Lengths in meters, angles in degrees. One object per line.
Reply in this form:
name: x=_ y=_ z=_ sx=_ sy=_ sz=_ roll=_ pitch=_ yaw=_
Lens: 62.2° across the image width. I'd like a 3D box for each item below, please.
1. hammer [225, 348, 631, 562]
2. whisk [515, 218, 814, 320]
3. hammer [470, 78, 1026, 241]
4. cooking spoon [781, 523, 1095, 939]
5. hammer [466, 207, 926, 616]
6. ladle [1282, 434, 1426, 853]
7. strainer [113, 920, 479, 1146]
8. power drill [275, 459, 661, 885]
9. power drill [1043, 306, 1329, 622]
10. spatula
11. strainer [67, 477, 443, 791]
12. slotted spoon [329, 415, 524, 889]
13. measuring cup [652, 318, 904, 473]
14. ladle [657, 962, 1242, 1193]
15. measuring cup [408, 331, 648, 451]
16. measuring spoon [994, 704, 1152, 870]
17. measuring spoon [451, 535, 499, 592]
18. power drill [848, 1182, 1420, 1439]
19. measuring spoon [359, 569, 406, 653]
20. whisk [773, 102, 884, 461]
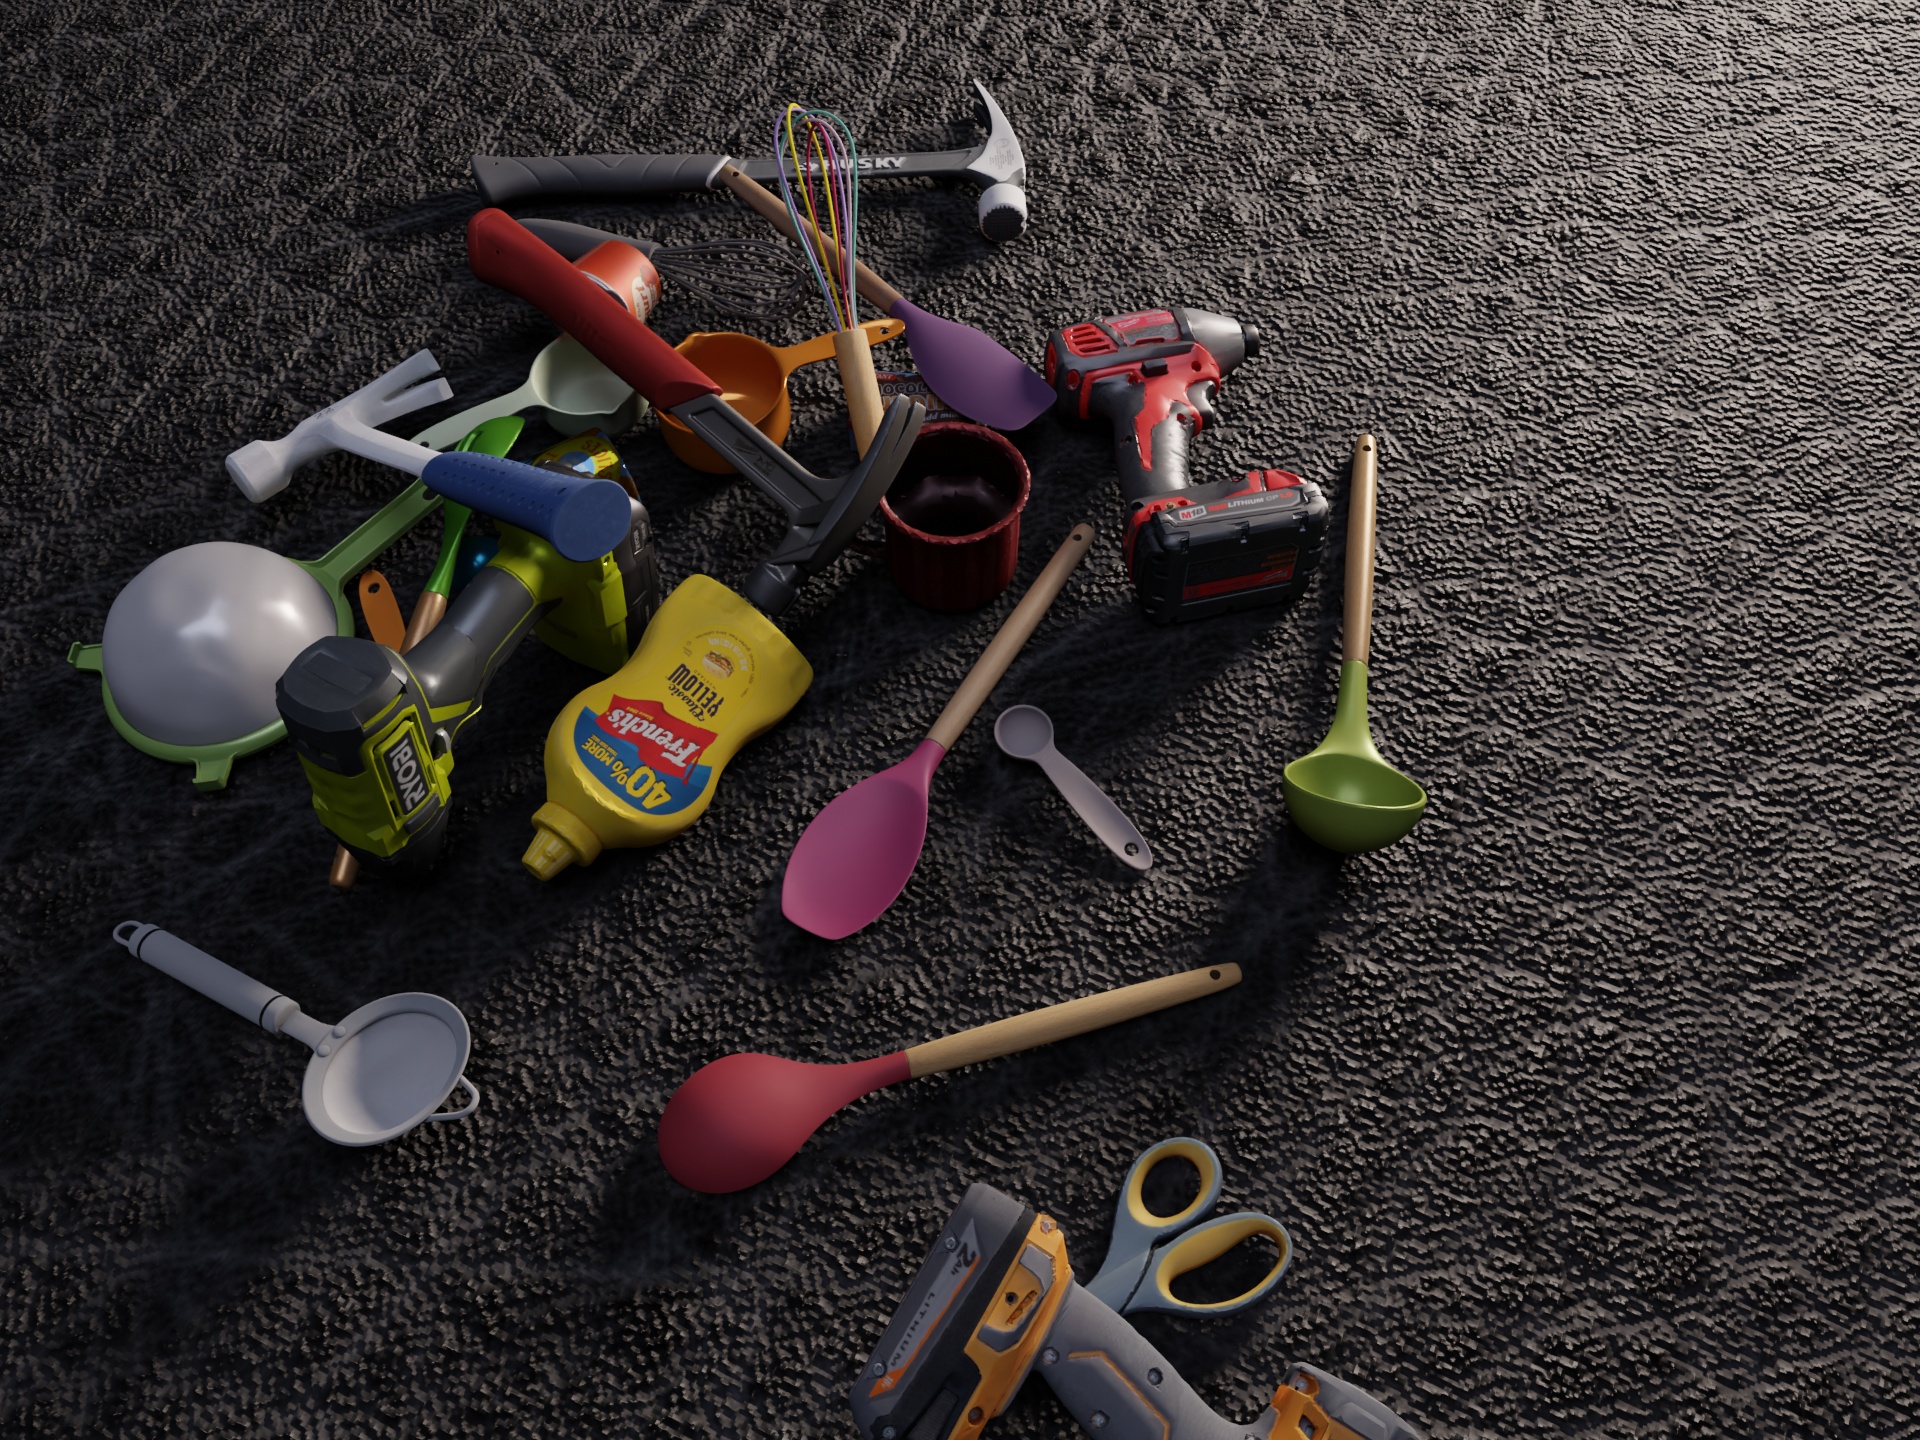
hammer: x=-0.285 y=-0.144 z=0.877 sx=0.144 sy=0.035 sz=0.406 roll=-39 pitch=35 yaw=-23
whisk: x=-0.214 y=-0.323 z=1.119 sx=0.239 sy=0.055 sz=0.055 roll=15 pitch=60 yaw=15
hammer: x=-0.157 y=-0.410 z=1.175 sx=0.409 sy=0.036 sz=0.149 roll=-2 pitch=57 yaw=0
cooking spoon: x=-0.001 y=-0.003 z=0.931 sx=0.069 sy=0.017 sz=0.319 roll=24 pitch=62 yaw=22
hammer: x=-0.184 y=-0.225 z=0.981 sx=0.359 sy=0.036 sz=0.149 roll=42 pitch=103 yaw=23
ladle: x=0.237 y=-0.060 z=0.943 sx=0.078 sy=0.062 sz=0.320 roll=9 pitch=56 yaw=6
strainer: x=-0.345 y=0.156 z=0.825 sx=0.258 sy=0.050 sz=0.087 roll=21 pitch=55 yaw=20
power drill: x=-0.262 y=-0.024 z=0.871 sx=0.080 sy=0.171 sz=0.223 roll=25 pitch=53 yaw=16
power drill: x=0.146 y=-0.176 z=1.006 sx=0.143 sy=0.078 sz=0.220 roll=-12 pitch=56 yaw=-7
spatula: x=-0.062 y=-0.291 z=1.073 sx=0.060 sy=0.018 sz=0.316 roll=-39 pitch=67 yaw=-18
strainer: x=-0.407 y=-0.089 z=0.953 sx=0.152 sy=0.069 sz=0.256 roll=36 pitch=68 yaw=23
slotted spoon: x=-0.316 y=-0.051 z=0.935 sx=0.031 sy=0.070 sz=0.314 roll=26 pitch=62 yaw=-33
measuring cup: x=-0.116 y=-0.218 z=1.044 sx=0.173 sy=0.052 sz=0.095 roll=-21 pitch=61 yaw=-12
ladle: x=-0.002 y=0.172 z=0.820 sx=0.315 sy=0.031 sz=0.069 roll=-14 pitch=59 yaw=-10
measuring cup: x=-0.283 y=-0.199 z=1.045 sx=0.167 sy=0.038 sz=0.083 roll=-27 pitch=62 yaw=-13
measuring spoon: x=0.065 y=0.041 z=0.909 sx=0.034 sy=0.018 sz=0.124 roll=-37 pitch=71 yaw=-16
measuring spoon: x=-0.261 y=-0.091 z=0.985 sx=0.128 sy=0.021 sz=0.042 roll=13 pitch=59 yaw=10
power drill: x=0.060 y=0.330 z=0.684 sx=0.226 sy=0.084 sz=0.185 roll=30 pitch=71 yaw=7
measuring spoon: x=-0.346 y=-0.049 z=0.970 sx=0.021 sy=0.011 sz=0.117 roll=-28 pitch=58 yaw=-6
whisk: x=-0.073 y=-0.266 z=1.004 sx=0.051 sy=0.047 sz=0.245 roll=-14 pitch=95 yaw=-11
